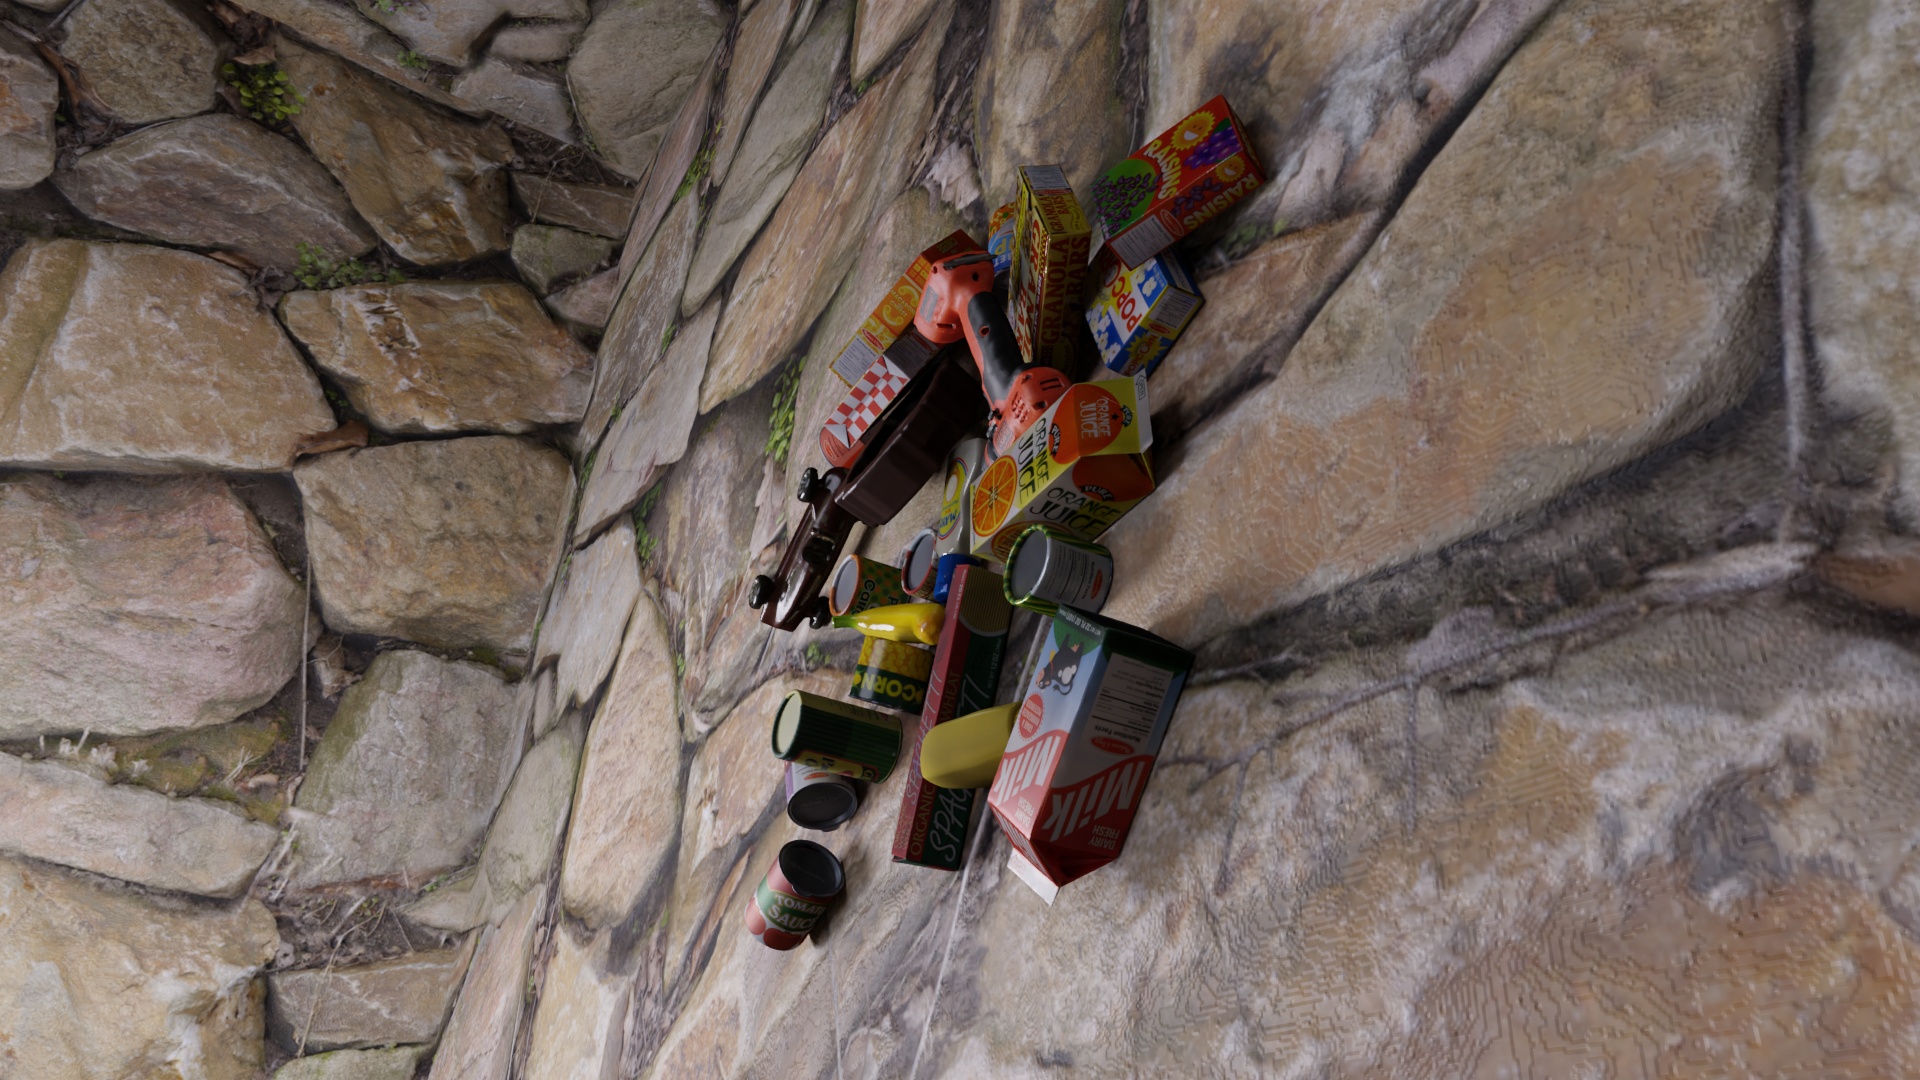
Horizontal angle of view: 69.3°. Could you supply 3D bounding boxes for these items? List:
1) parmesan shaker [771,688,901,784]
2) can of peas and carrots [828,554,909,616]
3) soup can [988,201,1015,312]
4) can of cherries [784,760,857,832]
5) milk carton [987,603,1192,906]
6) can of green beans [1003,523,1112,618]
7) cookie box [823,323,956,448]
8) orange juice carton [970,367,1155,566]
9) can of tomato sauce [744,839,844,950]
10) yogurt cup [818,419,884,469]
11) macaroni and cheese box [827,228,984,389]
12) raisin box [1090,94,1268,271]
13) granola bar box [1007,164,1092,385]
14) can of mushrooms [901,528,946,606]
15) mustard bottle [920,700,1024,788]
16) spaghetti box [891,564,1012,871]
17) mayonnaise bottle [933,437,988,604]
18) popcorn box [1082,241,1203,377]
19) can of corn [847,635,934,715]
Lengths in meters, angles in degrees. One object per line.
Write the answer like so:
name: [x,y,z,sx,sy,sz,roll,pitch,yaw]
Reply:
parmesan shaker: [-0.116,0.181,1.284,0.071,0.103,0.071,-44,36,45]
can of peas and carrots: [-0.089,0.053,1.372,0.070,0.059,0.071,-44,36,45]
soup can: [0.058,-0.264,1.285,0.071,0.071,0.084,-40,39,48]
can of cherries: [-0.135,0.235,1.330,0.071,0.071,0.059,-57,29,28]
milk carton: [0.080,0.147,0.946,0.072,0.073,0.190,25,95,65]
can of green beans: [0.074,0.026,1.062,0.071,0.058,0.071,-44,36,45]
cookie box: [-0.054,-0.177,1.393,0.122,0.040,0.168,-44,5,44]
orange juice carton: [0.087,-0.052,1.072,0.191,0.073,0.072,-43,37,45]
can of tomato sauce: [-0.157,0.334,1.301,0.082,0.071,0.071,-58,28,27]
yogurt cup: [-0.115,-0.112,1.538,0.053,0.072,0.073,-36,42,39]
macaroni and cheese box: [-0.055,-0.241,1.450,0.165,0.040,0.124,-46,2,31]
raisin box: [0.165,-0.273,1.062,0.123,0.040,0.086,-31,39,24]
granola bar box: [0.071,-0.216,1.177,0.125,0.039,0.164,-104,13,-49]
can of mushrooms: [-0.026,0.025,1.293,0.070,0.033,0.071,-43,36,44]
mustard bottle: [0.034,0.152,1.053,0.159,0.065,0.049,-29,53,47]
spaghetti box: [-0.004,0.145,1.145,0.028,0.050,0.250,-15,60,62]
mayonnaise bottle: [0.004,-0.016,1.250,0.064,0.041,0.148,-29,47,57]
popcorn box: [0.140,-0.197,1.108,0.084,0.038,0.127,-55,29,31]
can of corn: [-0.062,0.122,1.257,0.071,0.071,0.058,-3,70,63]
